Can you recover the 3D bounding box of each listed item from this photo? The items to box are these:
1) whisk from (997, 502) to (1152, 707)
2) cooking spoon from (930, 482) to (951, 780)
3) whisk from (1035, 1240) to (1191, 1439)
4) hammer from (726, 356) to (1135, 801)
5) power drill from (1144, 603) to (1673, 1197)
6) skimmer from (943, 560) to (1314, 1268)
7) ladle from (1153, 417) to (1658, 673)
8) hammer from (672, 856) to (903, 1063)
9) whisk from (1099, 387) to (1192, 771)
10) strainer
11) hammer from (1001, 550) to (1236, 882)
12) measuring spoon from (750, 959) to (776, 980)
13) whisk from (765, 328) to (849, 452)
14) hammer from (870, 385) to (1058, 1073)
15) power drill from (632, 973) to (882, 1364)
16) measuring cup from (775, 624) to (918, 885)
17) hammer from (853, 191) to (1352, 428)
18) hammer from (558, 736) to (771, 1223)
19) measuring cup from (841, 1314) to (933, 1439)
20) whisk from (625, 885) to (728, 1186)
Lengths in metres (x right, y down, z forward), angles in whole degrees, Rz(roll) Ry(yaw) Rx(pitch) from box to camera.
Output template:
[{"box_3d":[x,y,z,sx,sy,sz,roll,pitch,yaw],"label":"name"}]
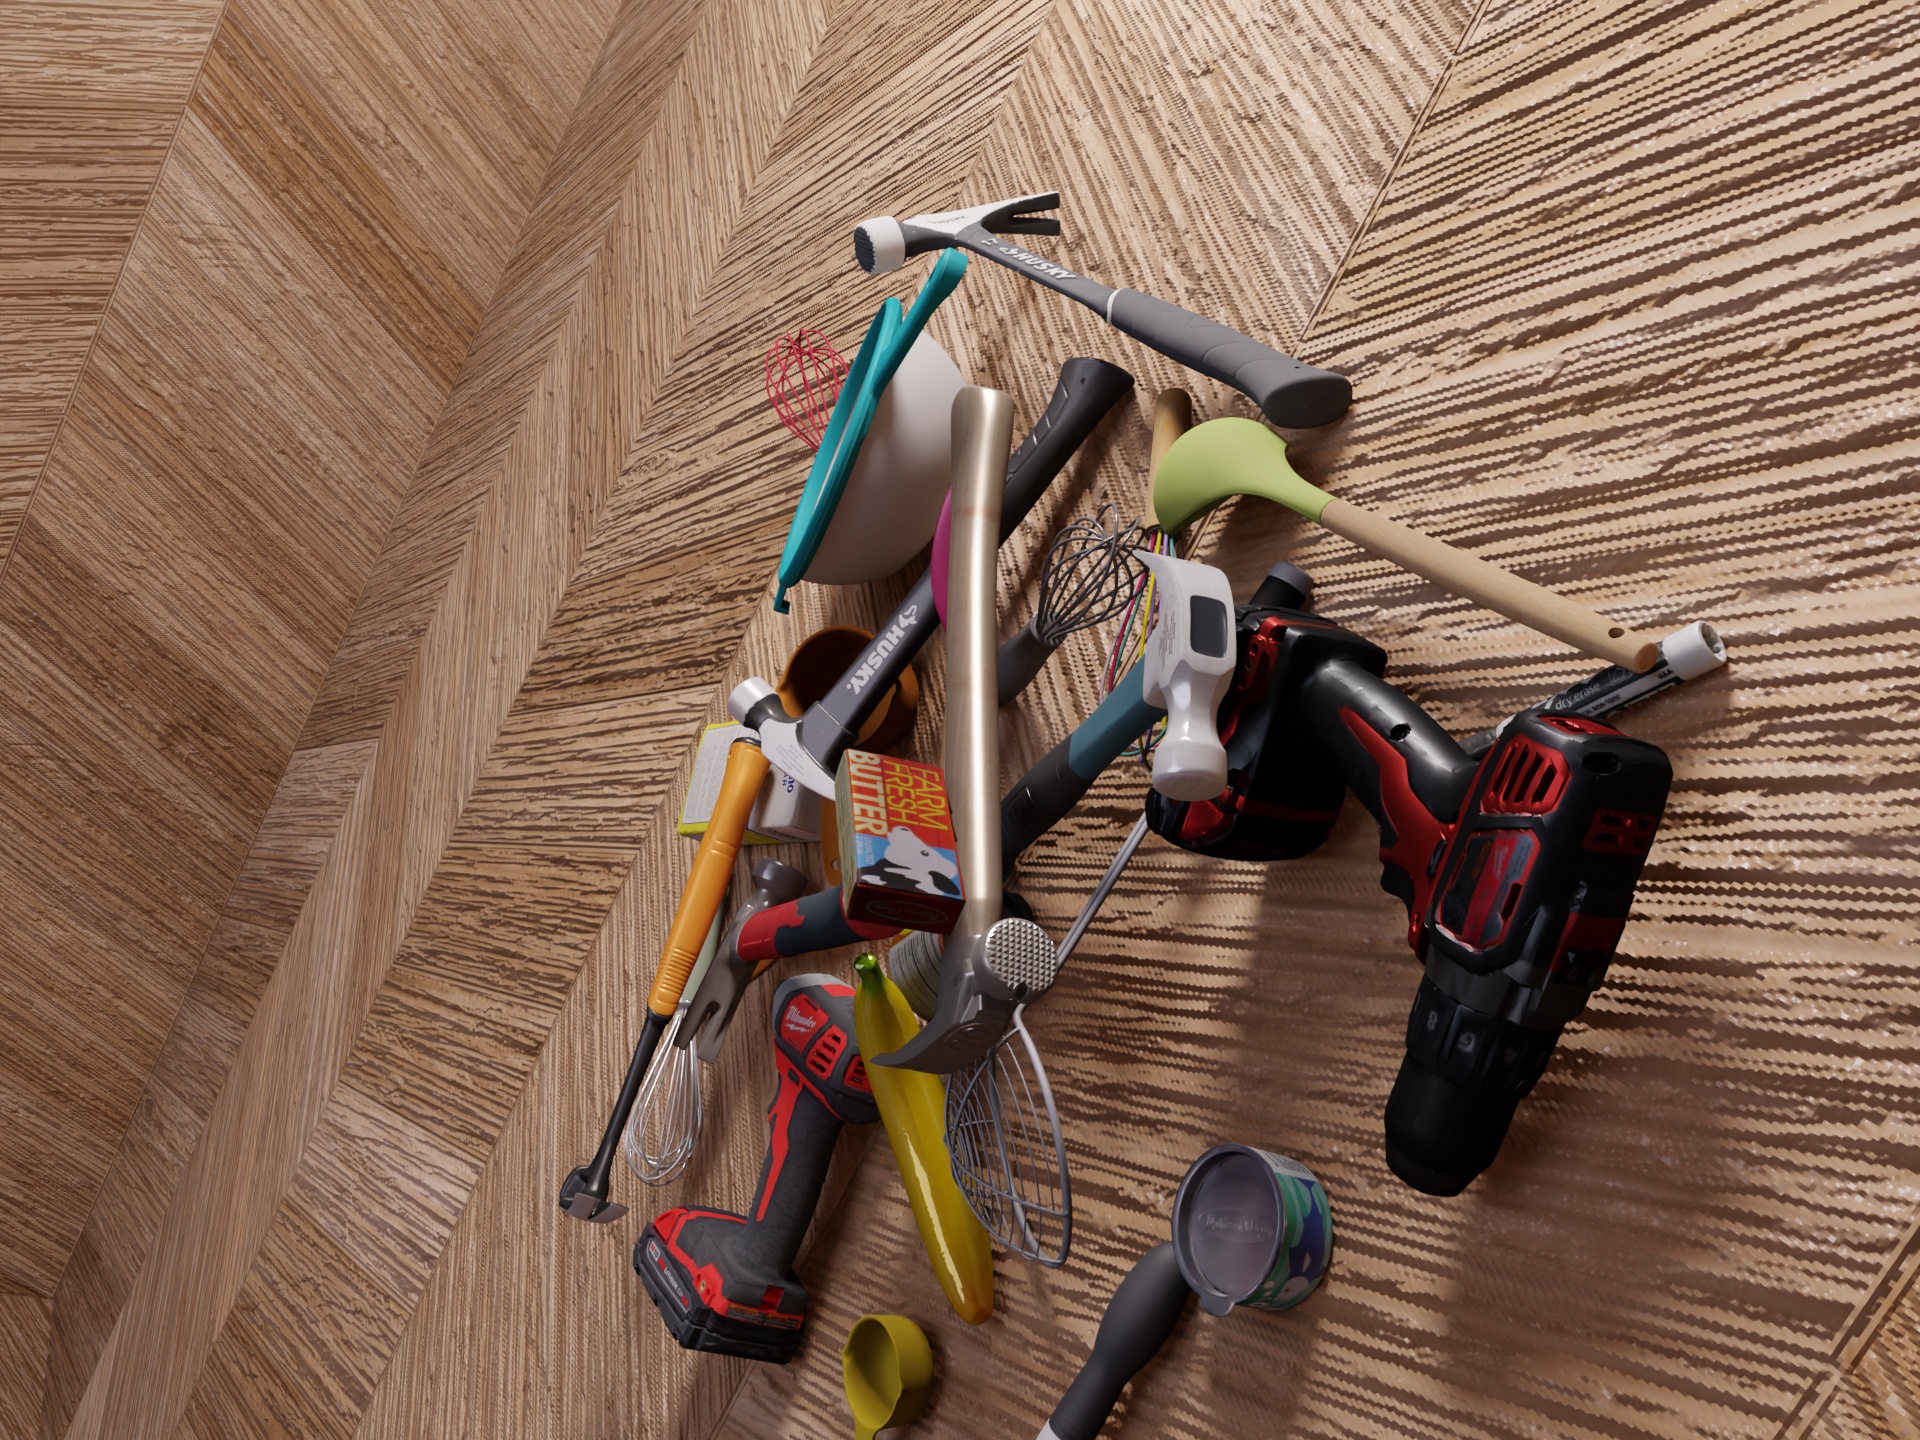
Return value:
[{"box_3d":[0.049,-0.055,0.895,0.239,0.055,0.055,130,149,-64],"label":"whisk"},{"box_3d":[-0.002,-0.003,0.961,0.069,0.017,0.319,-5,78,53],"label":"cooking spoon"},{"box_3d":[0.030,0.359,0.726,0.284,0.070,0.070,-60,32,5],"label":"whisk"},{"box_3d":[-0.003,-0.089,1.010,0.146,0.035,0.335,42,99,25],"label":"hammer"},{"box_3d":[0.169,0.061,0.651,0.227,0.080,0.188,40,118,58],"label":"power drill"},{"box_3d":[0.098,0.095,0.798,0.363,0.090,0.127,-58,15,-3],"label":"skimmer"},{"box_3d":[0.192,-0.078,0.734,0.078,0.062,0.320,-34,35,-10],"label":"ladle"},{"box_3d":[-0.101,0.134,0.926,0.143,0.038,0.386,-65,11,-16],"label":"hammer"},{"box_3d":[0.110,-0.082,0.880,0.051,0.047,0.245,-24,48,46],"label":"whisk"},{"box_3d":[-0.026,-0.195,1.044,0.340,0.095,0.211,139,150,-64],"label":"strainer"},{"box_3d":[0.058,0.022,0.789,0.331,0.033,0.128,127,153,-64],"label":"hammer"},{"box_3d":[-0.135,0.161,1.130,0.117,0.011,0.021,-41,41,37],"label":"measuring spoon"},{"box_3d":[-0.103,-0.219,1.268,0.073,0.073,0.296,-49,43,29],"label":"whisk"},{"box_3d":[0.002,-0.016,0.861,0.146,0.038,0.411,130,149,-50],"label":"hammer"},{"box_3d":[-0.113,0.264,0.979,0.143,0.078,0.219,26,91,58],"label":"power drill"},{"box_3d":[-0.072,0.025,1.072,0.095,0.052,0.174,-3,83,24],"label":"measuring cup"},{"box_3d":[0.090,-0.255,0.964,0.409,0.149,0.036,43,145,48],"label":"hammer"},{"box_3d":[-0.191,0.165,1.062,0.127,0.034,0.337,143,147,-66],"label":"hammer"},{"box_3d":[-0.041,0.396,0.846,0.062,0.029,0.156,-2,82,56],"label":"measuring cup"},{"box_3d":[-0.203,0.218,1.168,0.058,0.059,0.247,-19,51,37],"label":"whisk"}]
